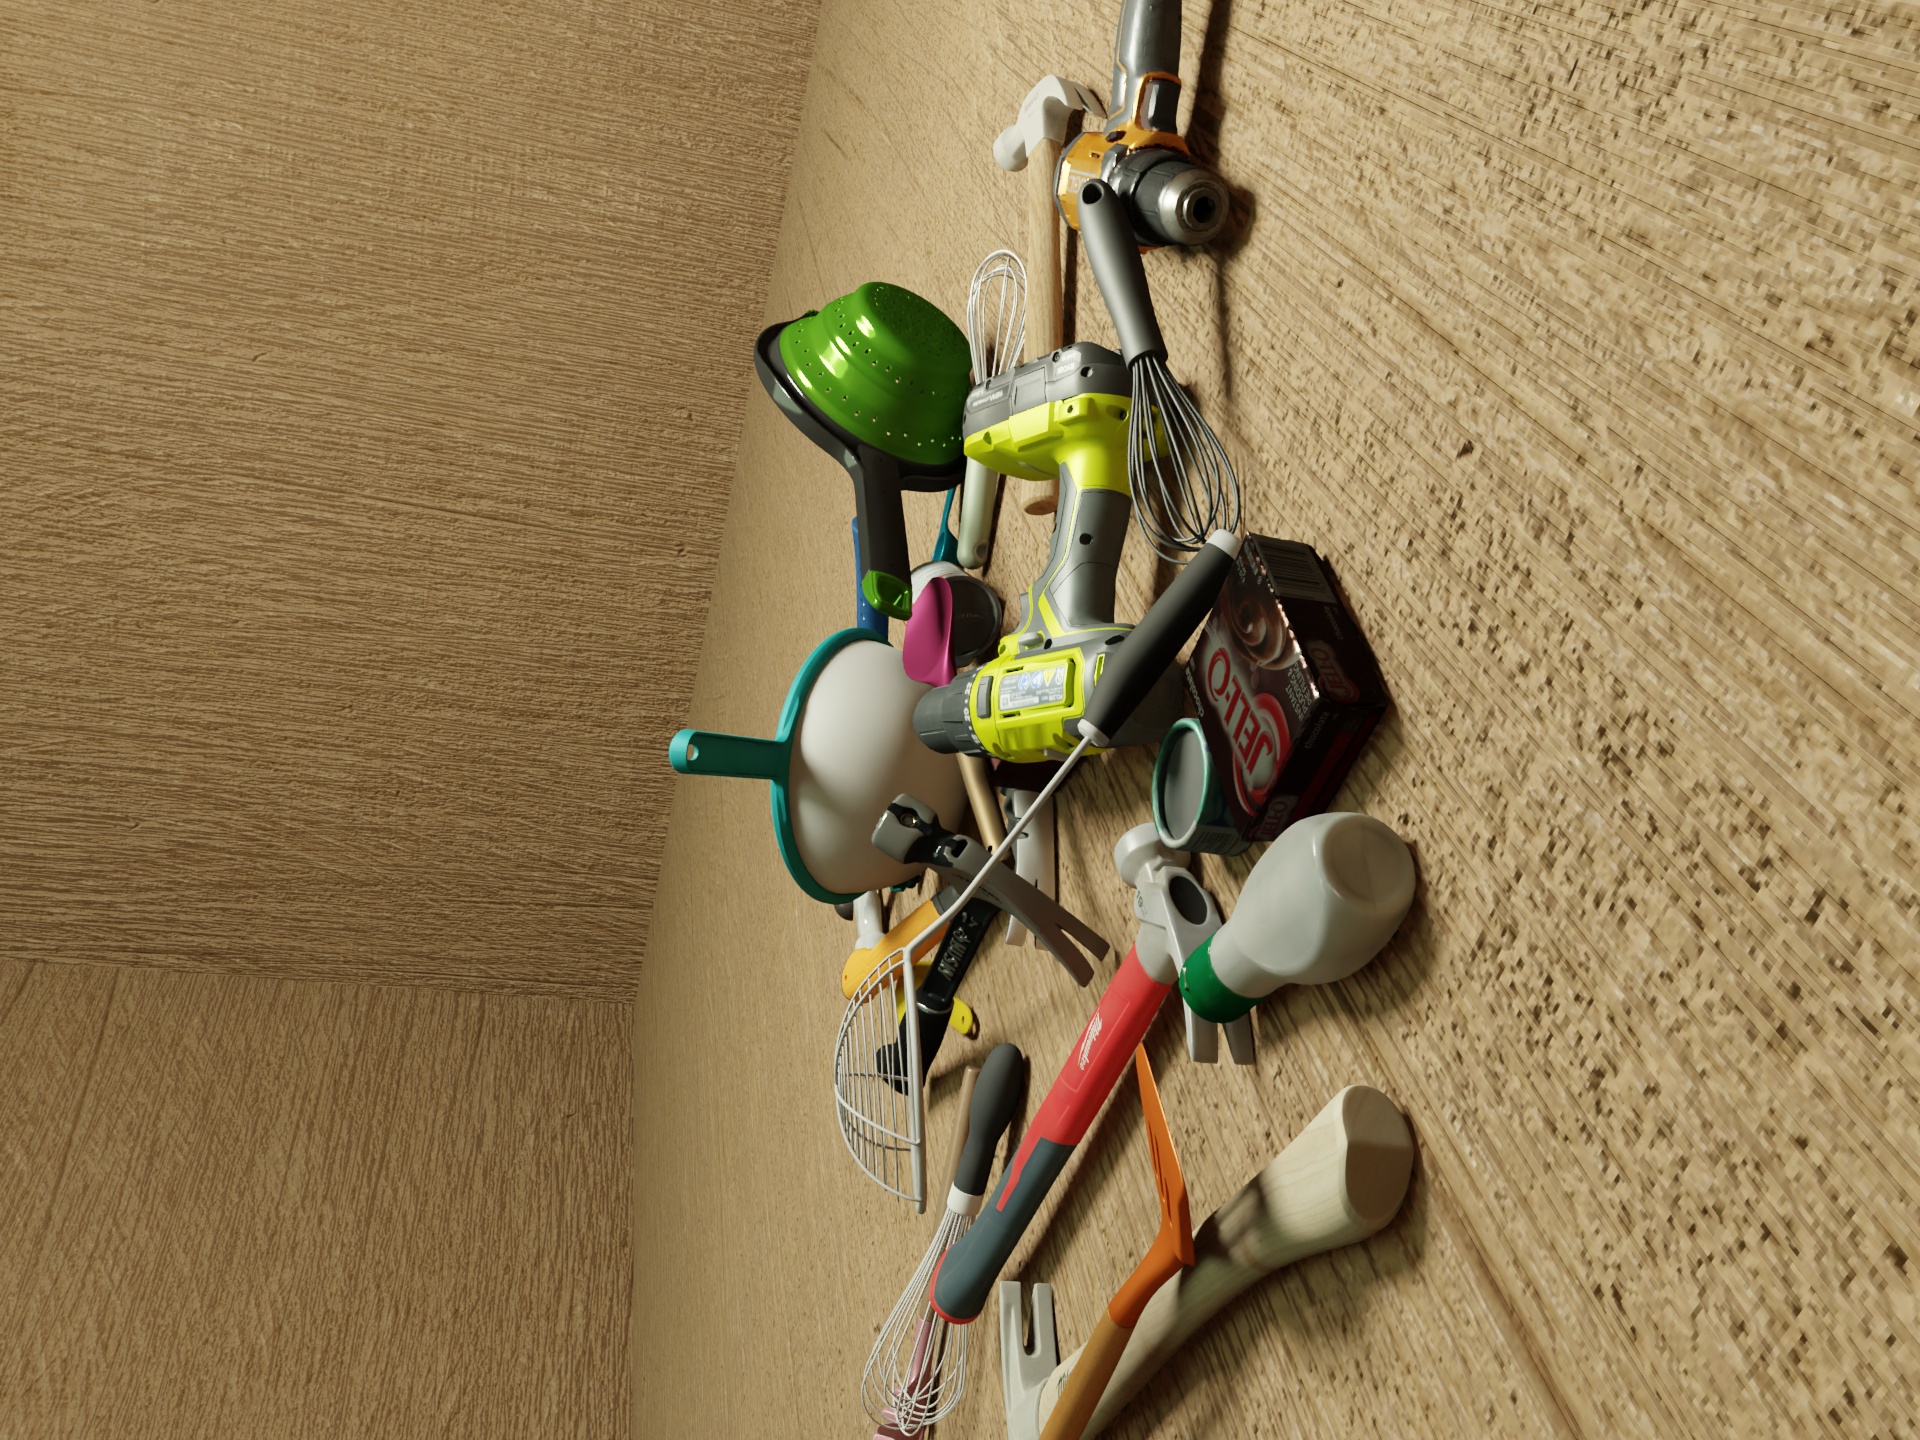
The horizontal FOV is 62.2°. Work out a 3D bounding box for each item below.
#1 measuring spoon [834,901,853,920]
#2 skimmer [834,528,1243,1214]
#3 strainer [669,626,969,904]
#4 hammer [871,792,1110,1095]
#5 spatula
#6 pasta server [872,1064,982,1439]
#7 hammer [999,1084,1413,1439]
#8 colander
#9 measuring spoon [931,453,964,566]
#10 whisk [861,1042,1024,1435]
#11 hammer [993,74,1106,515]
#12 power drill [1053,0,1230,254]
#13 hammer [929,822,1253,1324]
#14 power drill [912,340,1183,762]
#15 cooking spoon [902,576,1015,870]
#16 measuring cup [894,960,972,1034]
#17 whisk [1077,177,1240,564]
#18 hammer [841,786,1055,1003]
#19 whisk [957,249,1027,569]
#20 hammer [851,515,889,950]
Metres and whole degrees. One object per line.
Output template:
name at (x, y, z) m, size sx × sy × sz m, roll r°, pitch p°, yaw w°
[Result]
measuring spoon at (-0.105, 0.119, 1.385) m, size 0.034 × 0.018 × 0.124 m, roll 98°, pitch 167°, yaw -51°
skimmer at (0.053, 0.072, 0.794) m, size 0.363 × 0.090 × 0.127 m, roll -53°, pitch 3°, yaw -2°
strainer at (-0.074, 0.033, 1.133) m, size 0.340 × 0.095 × 0.211 m, roll 10°, pitch -94°, yaw -65°
hammer at (-0.010, 0.182, 1.062) m, size 0.036 × 0.149 × 0.408 m, roll -53°, pitch -9°, yaw -29°
spatula at (0.059, 0.289, 0.737) m, size 0.081 × 0.041 × 0.322 m, roll -103°, pitch 25°, yaw -55°
pasta server at (-0.025, 0.396, 1.128) m, size 0.060 × 0.040 × 0.316 m, roll -20°, pitch -59°, yaw -79°
hammer at (0.097, 0.271, 0.755) m, size 0.410 × 0.038 × 0.146 m, roll 115°, pitch 158°, yaw -47°
colander at (-0.049, -0.231, 1.230) m, size 0.094 × 0.204 × 0.398 m, roll -51°, pitch 30°, yaw 33°
measuring spoon at (-0.003, -0.178, 1.357) m, size 0.042 × 0.021 × 0.129 m, roll 135°, pitch 149°, yaw -67°
whisk at (-0.006, 0.344, 1.051) m, size 0.070 × 0.070 × 0.284 m, roll -136°, pitch 59°, yaw -71°
hammer at (0.061, -0.307, 1.134) m, size 0.130 × 0.031 × 0.331 m, roll 150°, pitch 124°, yaw -63°
power drill at (0.118, -0.380, 0.899) m, size 0.185 × 0.084 × 0.226 m, roll -122°, pitch 38°, yaw -63°
hammer at (0.057, 0.240, 0.885) m, size 0.143 × 0.038 × 0.386 m, roll -103°, pitch 27°, yaw -47°
power drill at (0.047, -0.087, 0.930) m, size 0.190 × 0.080 × 0.229 m, roll -9°, pitch 72°, yaw 50°
cooking spoon at (-0.002, -0.003, 1.057) m, size 0.068 × 0.017 × 0.319 m, roll -56°, pitch 27°, yaw 24°
measuring cup at (-0.022, 0.217, 1.209) m, size 0.156 × 0.029 × 0.062 m, roll 175°, pitch 102°, yaw -76°
whisk at (0.098, -0.192, 0.853) m, size 0.055 × 0.055 × 0.239 m, roll 127°, pitch 134°, yaw -61°
hammer at (-0.018, 0.152, 1.154) m, size 0.336 × 0.034 × 0.127 m, roll 133°, pitch 142°, yaw -55°
whisk at (0.021, -0.239, 1.238) m, size 0.059 × 0.057 × 0.246 m, roll 19°, pitch 108°, yaw 43°
hammer at (-0.077, 0.016, 1.352) m, size 0.144 × 0.035 × 0.405 m, roll -106°, pitch 16°, yaw -58°
